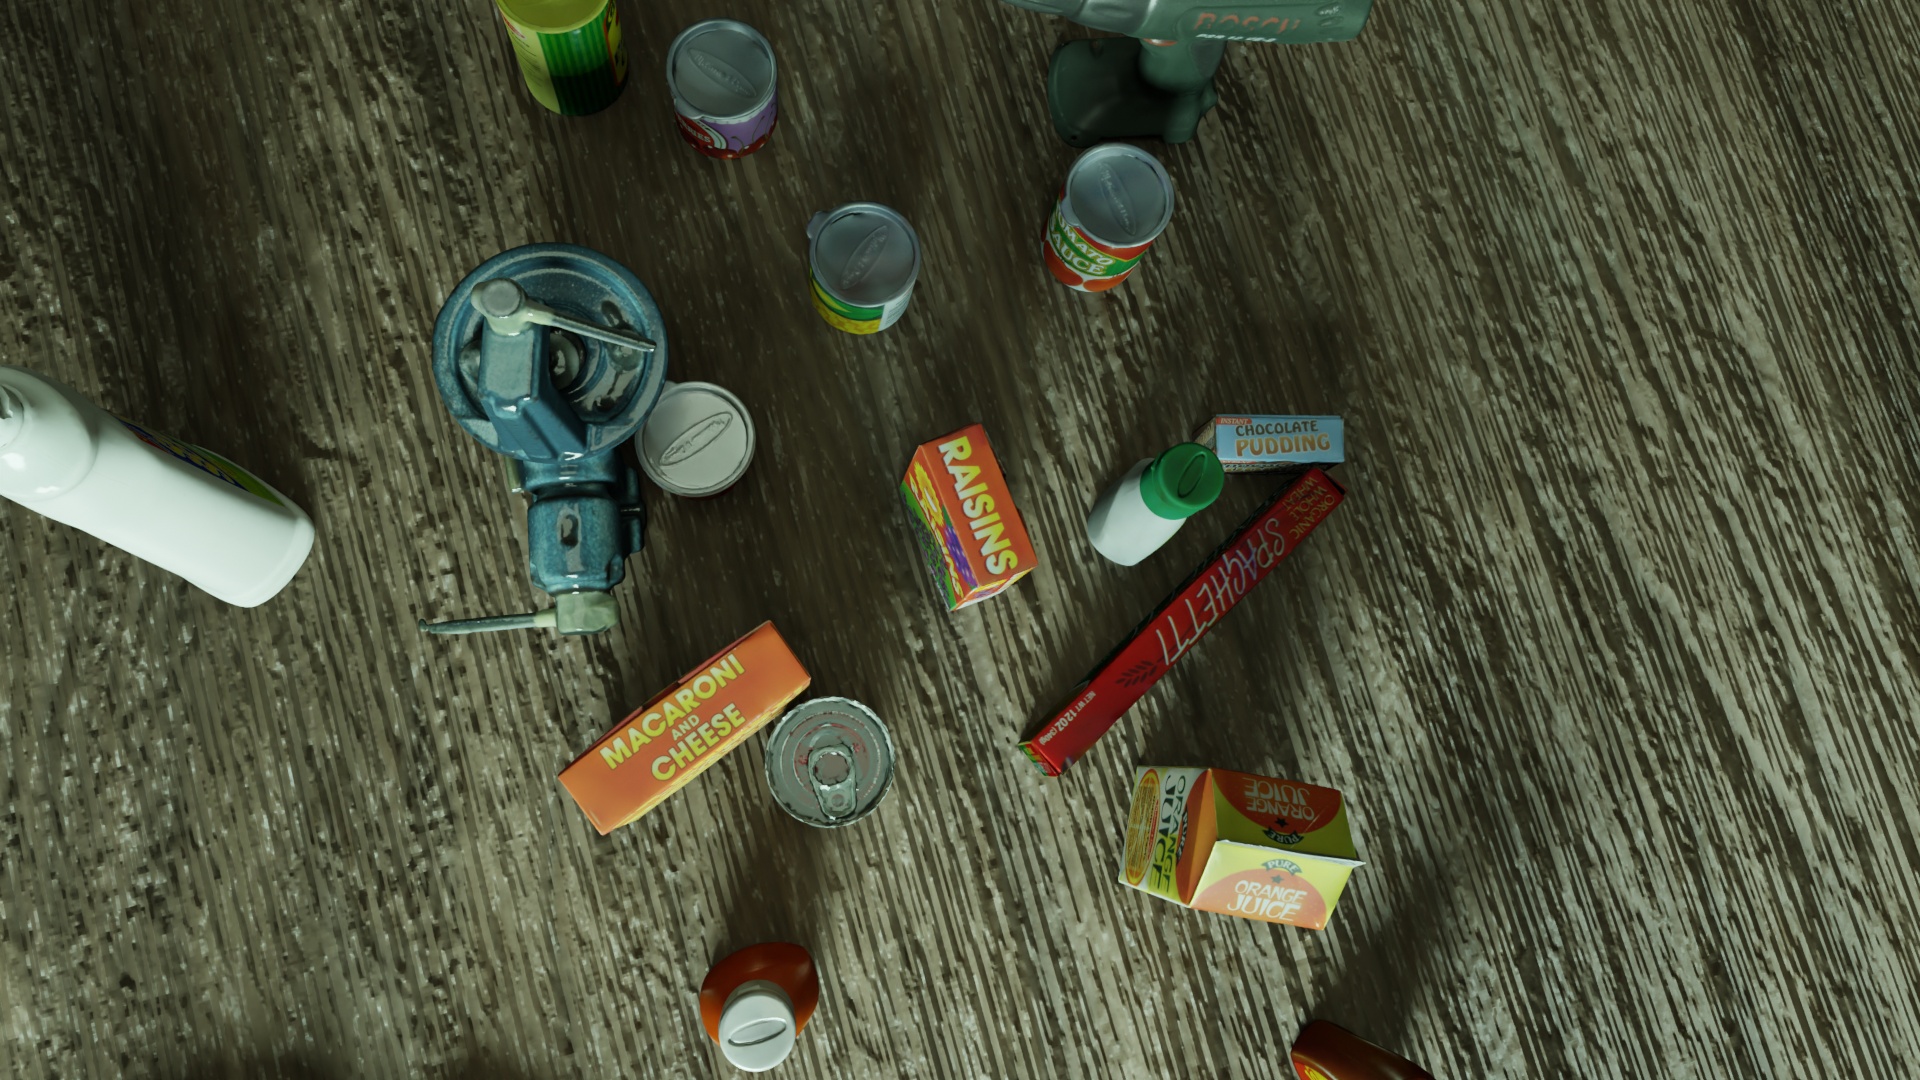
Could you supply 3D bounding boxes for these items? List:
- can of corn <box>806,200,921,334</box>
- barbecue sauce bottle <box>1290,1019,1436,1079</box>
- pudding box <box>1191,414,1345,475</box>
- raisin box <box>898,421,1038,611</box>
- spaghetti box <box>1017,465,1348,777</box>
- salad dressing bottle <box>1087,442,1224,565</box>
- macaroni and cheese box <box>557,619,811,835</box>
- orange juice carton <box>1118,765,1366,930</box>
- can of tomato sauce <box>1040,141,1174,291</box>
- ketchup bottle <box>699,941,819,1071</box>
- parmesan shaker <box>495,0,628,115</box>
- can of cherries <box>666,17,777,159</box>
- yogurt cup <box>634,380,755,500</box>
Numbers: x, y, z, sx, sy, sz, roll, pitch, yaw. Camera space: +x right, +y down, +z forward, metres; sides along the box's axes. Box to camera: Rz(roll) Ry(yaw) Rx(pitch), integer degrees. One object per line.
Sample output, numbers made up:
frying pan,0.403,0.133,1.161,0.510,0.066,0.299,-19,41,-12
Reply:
can of corn,-0.062,-0.166,0.846,0.071,0.058,0.071,1,80,-7
barbecue sauce bottle,0.233,0.303,0.757,0.044,0.148,0.065,-44,88,-12
pudding box,0.191,-0.059,0.865,0.084,0.049,0.030,0,81,-7
raisin box,0.003,-0.010,0.794,0.040,0.123,0.086,-21,84,-10
spaghetti box,0.134,0.047,0.839,0.250,0.050,0.028,-43,88,-12
salad dressing bottle,0.111,-0.022,0.798,0.044,0.147,0.064,31,78,-2
macaroni and cheese box,-0.141,0.099,0.734,0.124,0.166,0.040,-37,87,-12
orange juice carton,0.146,0.162,0.747,0.072,0.192,0.073,12,80,-5
can of tomato sauce,0.087,-0.196,0.858,0.071,0.083,0.071,1,80,-7
ketchup bottle,-0.105,0.241,0.723,0.065,0.148,0.043,-14,83,-9
parmesan shaker,-0.236,-0.308,0.825,0.071,0.103,0.071,1,81,-7
can of cherries,-0.147,-0.275,0.853,0.071,0.058,0.071,1,80,-7
yogurt cup,-0.154,-0.055,0.816,0.072,0.054,0.072,1,80,-7
